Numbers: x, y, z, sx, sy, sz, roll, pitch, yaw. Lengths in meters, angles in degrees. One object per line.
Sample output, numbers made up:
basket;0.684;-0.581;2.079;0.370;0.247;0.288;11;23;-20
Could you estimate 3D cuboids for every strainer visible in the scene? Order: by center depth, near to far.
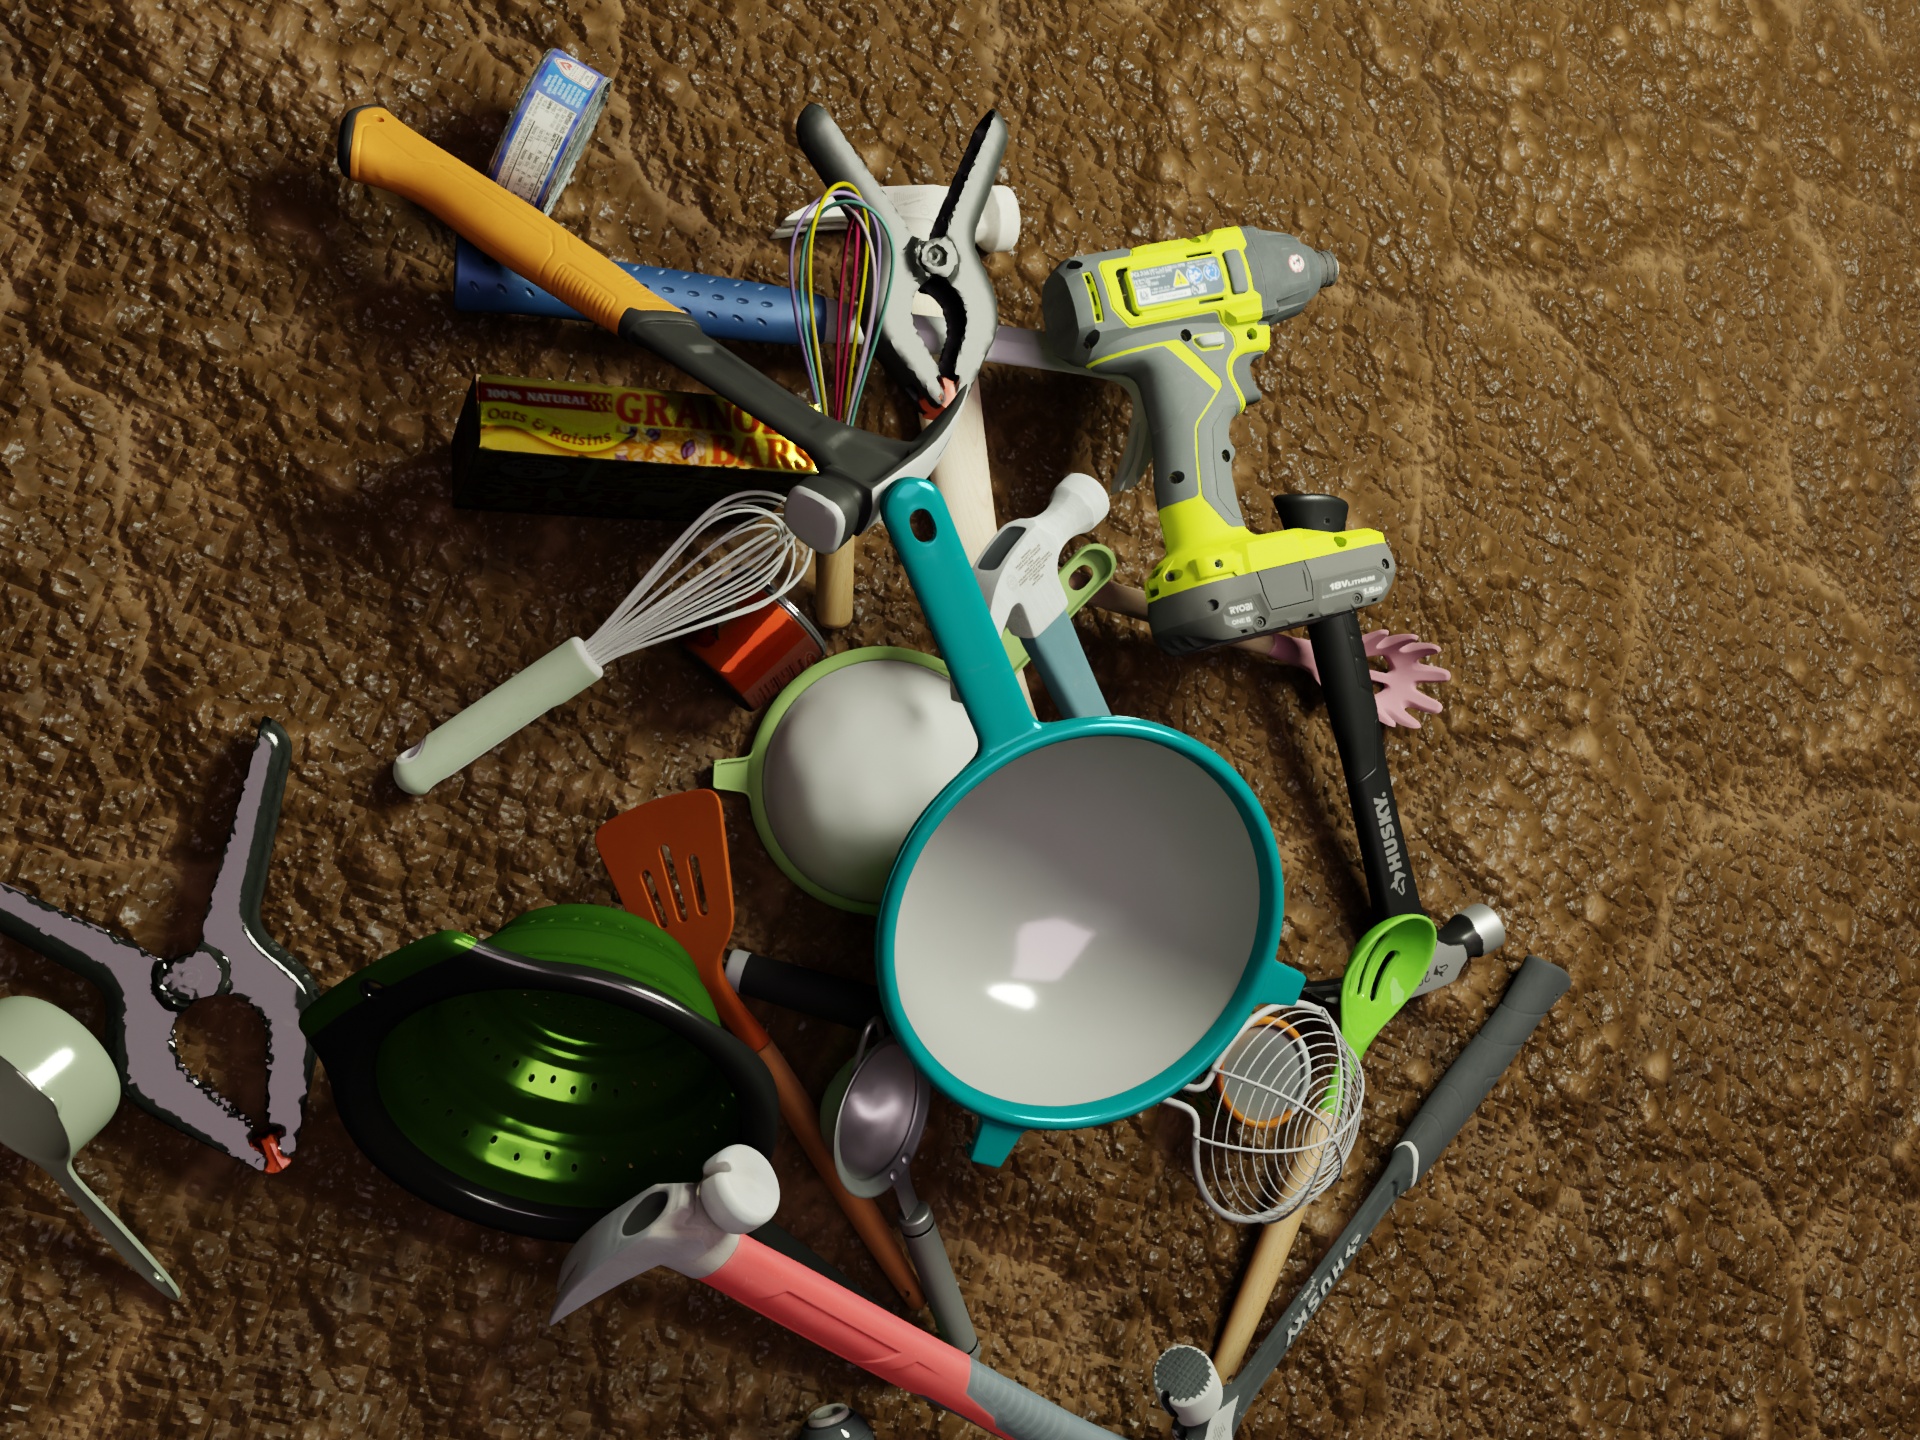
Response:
strainer;0.026;0.036;0.785;0.211;0.095;0.340;-26;108;-10
strainer;-0.029;0.259;0.845;0.087;0.050;0.258;-43;125;-45
strainer;-0.001;-0.003;0.864;0.151;0.069;0.256;45;86;-9

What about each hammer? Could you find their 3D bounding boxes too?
hammer;-0.158;-0.204;0.765;0.337;0.034;0.127;34;46;9
hammer;-0.025;0.344;0.828;0.386;0.143;0.038;39;29;-27
hammer;-0.065;-0.212;0.870;0.405;0.035;0.144;3;85;-20
hammer;0.090;0.035;0.892;0.128;0.033;0.330;-44;123;-27
hammer;-0.003;-0.105;0.923;0.146;0.038;0.410;-10;90;-22
hammer;0.243;0.020;0.982;0.146;0.035;0.334;-22;105;-20
hammer;0.266;0.294;0.984;0.409;0.036;0.149;-43;130;-26

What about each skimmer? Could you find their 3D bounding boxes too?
skimmer;0.049;0.183;0.884;0.363;0.090;0.127;15;89;1

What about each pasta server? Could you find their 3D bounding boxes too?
pasta server;0.172;-0.053;0.973;0.316;0.040;0.060;14;92;-28

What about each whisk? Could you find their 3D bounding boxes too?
whisk;-0.181;-0.036;0.803;0.246;0.058;0.059;-34;117;0
whisk;-0.062;-0.158;0.837;0.051;0.047;0.244;3;123;0

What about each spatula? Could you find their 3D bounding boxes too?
spatula;-0.092;0.186;0.846;0.322;0.081;0.041;62;25;-18

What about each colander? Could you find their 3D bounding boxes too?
colander;-0.138;0.209;0.807;0.396;0.204;0.095;48;26;-30

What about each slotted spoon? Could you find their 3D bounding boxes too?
slotted spoon;0.211;0.260;0.962;0.070;0.031;0.314;25;87;-39

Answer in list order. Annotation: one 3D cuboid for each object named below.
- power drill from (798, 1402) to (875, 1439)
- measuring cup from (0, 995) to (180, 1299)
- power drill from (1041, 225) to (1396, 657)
power drill;-0.118;0.475;0.802;0.228;0.080;0.190;-13;86;-25
measuring cup;-0.394;0.195;0.726;0.038;0.083;0.167;-54;128;-48
power drill;0.154;-0.159;0.884;0.171;0.080;0.223;-14;88;-16
